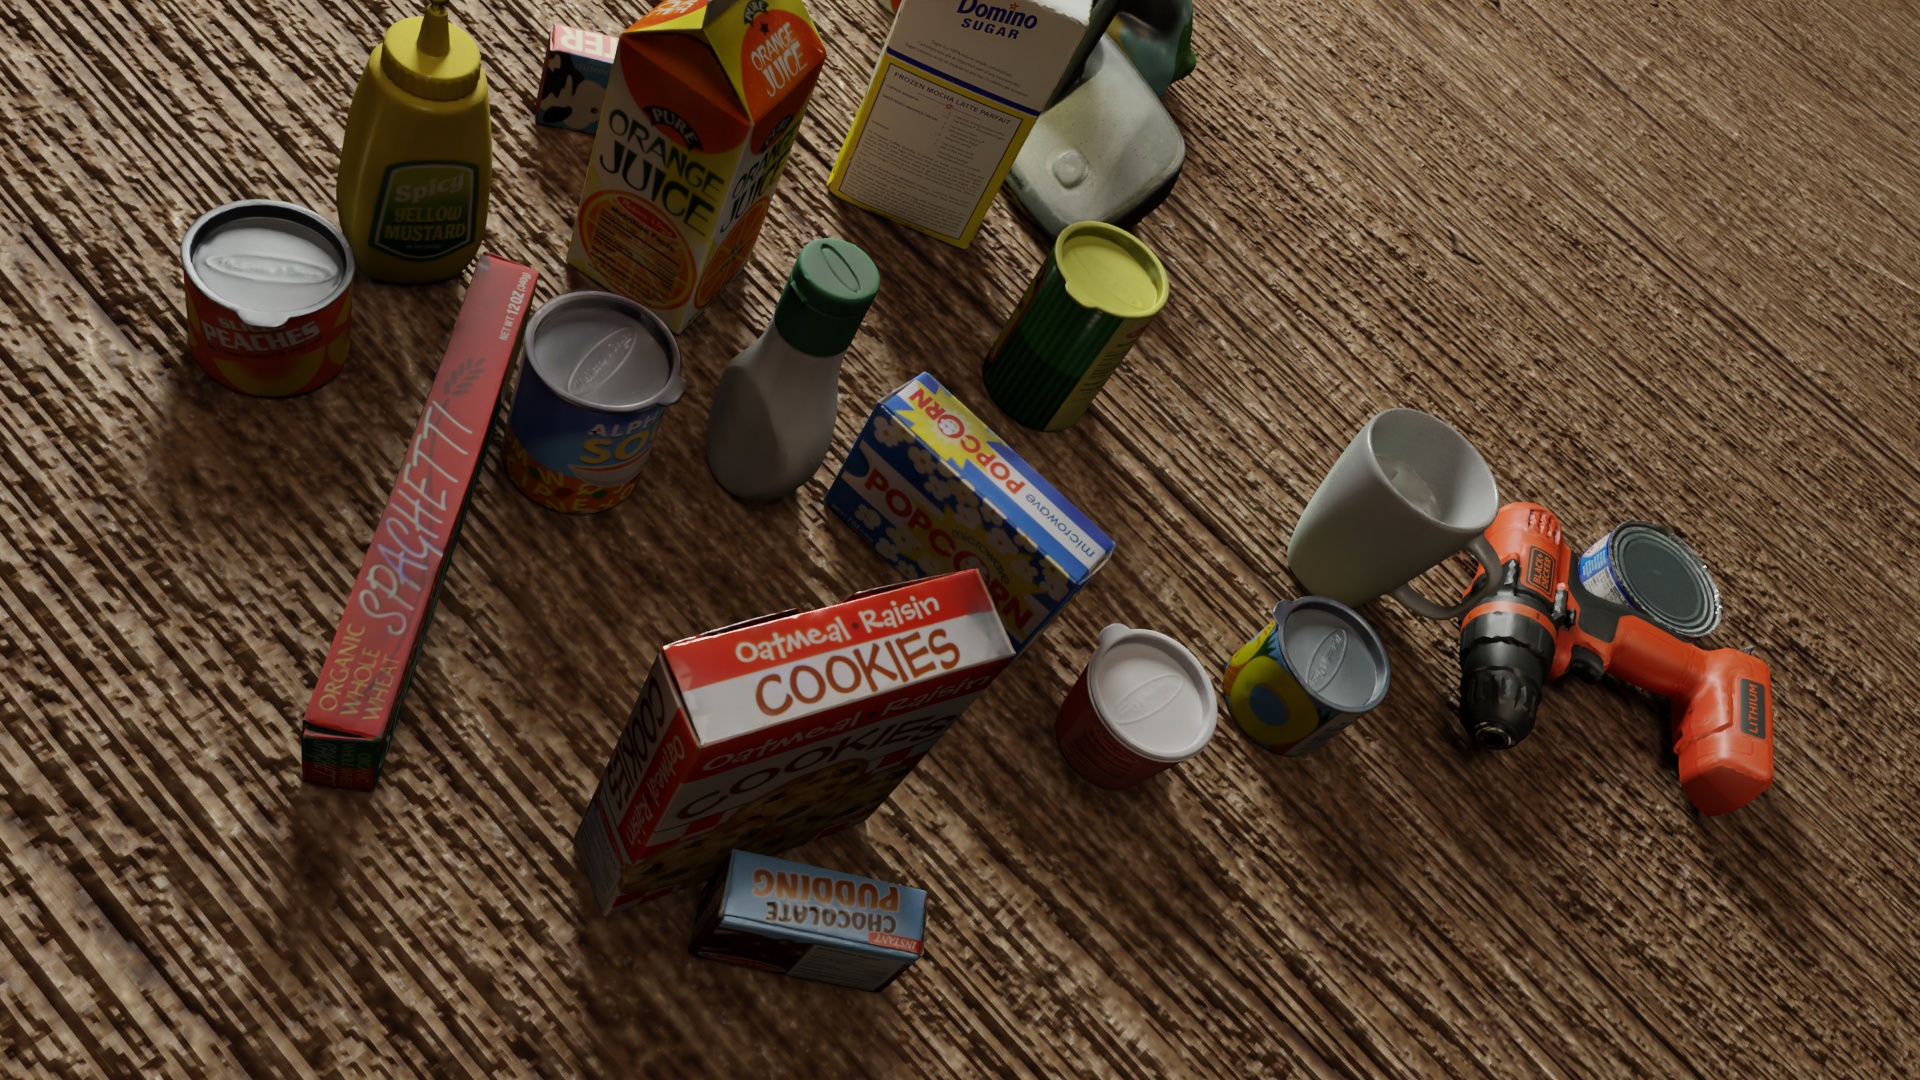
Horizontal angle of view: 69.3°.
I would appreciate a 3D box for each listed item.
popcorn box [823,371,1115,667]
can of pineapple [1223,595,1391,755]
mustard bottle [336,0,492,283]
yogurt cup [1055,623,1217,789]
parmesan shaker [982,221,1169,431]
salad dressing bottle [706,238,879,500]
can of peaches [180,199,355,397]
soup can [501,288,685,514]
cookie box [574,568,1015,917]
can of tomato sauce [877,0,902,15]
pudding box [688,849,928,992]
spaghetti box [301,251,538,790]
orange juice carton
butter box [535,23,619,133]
[{"bbox_3d":[0.002,-0.008,0.671,0.127,0.084,0.038,43,50,6],"label":"popcorn box"},{"bbox_3d":[0.177,0.069,0.720,0.071,0.057,0.071,13,54,-18],"label":"can of pineapple"},{"bbox_3d":[-0.242,-0.182,0.622,0.065,0.159,0.049,-11,64,-31],"label":"mustard bottle"},{"bbox_3d":[0.081,0.084,0.666,0.072,0.053,0.073,13,54,-18],"label":"yogurt cup"},{"bbox_3d":[0.059,-0.114,0.759,0.071,0.102,0.071,13,54,-18],"label":"parmesan shaker"},{"bbox_3d":[-0.077,-0.075,0.637,0.044,0.147,0.064,-22,70,-35],"label":"salad dressing bottle"},{"bbox_3d":[-0.301,-0.103,0.605,0.071,0.057,0.071,13,54,-18],"label":"can of peaches"},{"bbox_3d":[-0.165,-0.059,0.625,0.071,0.083,0.072,13,54,-18],"label":"soup can"},{"bbox_3d":[-0.068,0.078,0.524,0.123,0.166,0.040,-14,65,-32],"label":"cookie box"},{"bbox_3d":[-0.020,-0.401,0.930,0.071,0.082,0.071,13,54,-18],"label":"can of tomato sauce"},{"bbox_3d":[-0.060,0.152,0.553,0.084,0.049,0.030,16,53,-16],"label":"pudding box"},{"bbox_3d":[-0.225,-0.017,0.589,0.029,0.050,0.251,16,53,-16],"label":"spaghetti box"},{"bbox_3d":[-0.126,-0.196,0.667,0.073,0.191,0.072,33,50,-2],"label":"orange juice carton"},{"bbox_3d":[-0.178,-0.247,0.768,0.103,0.052,0.024,5,56,-23],"label":"butter box"}]
